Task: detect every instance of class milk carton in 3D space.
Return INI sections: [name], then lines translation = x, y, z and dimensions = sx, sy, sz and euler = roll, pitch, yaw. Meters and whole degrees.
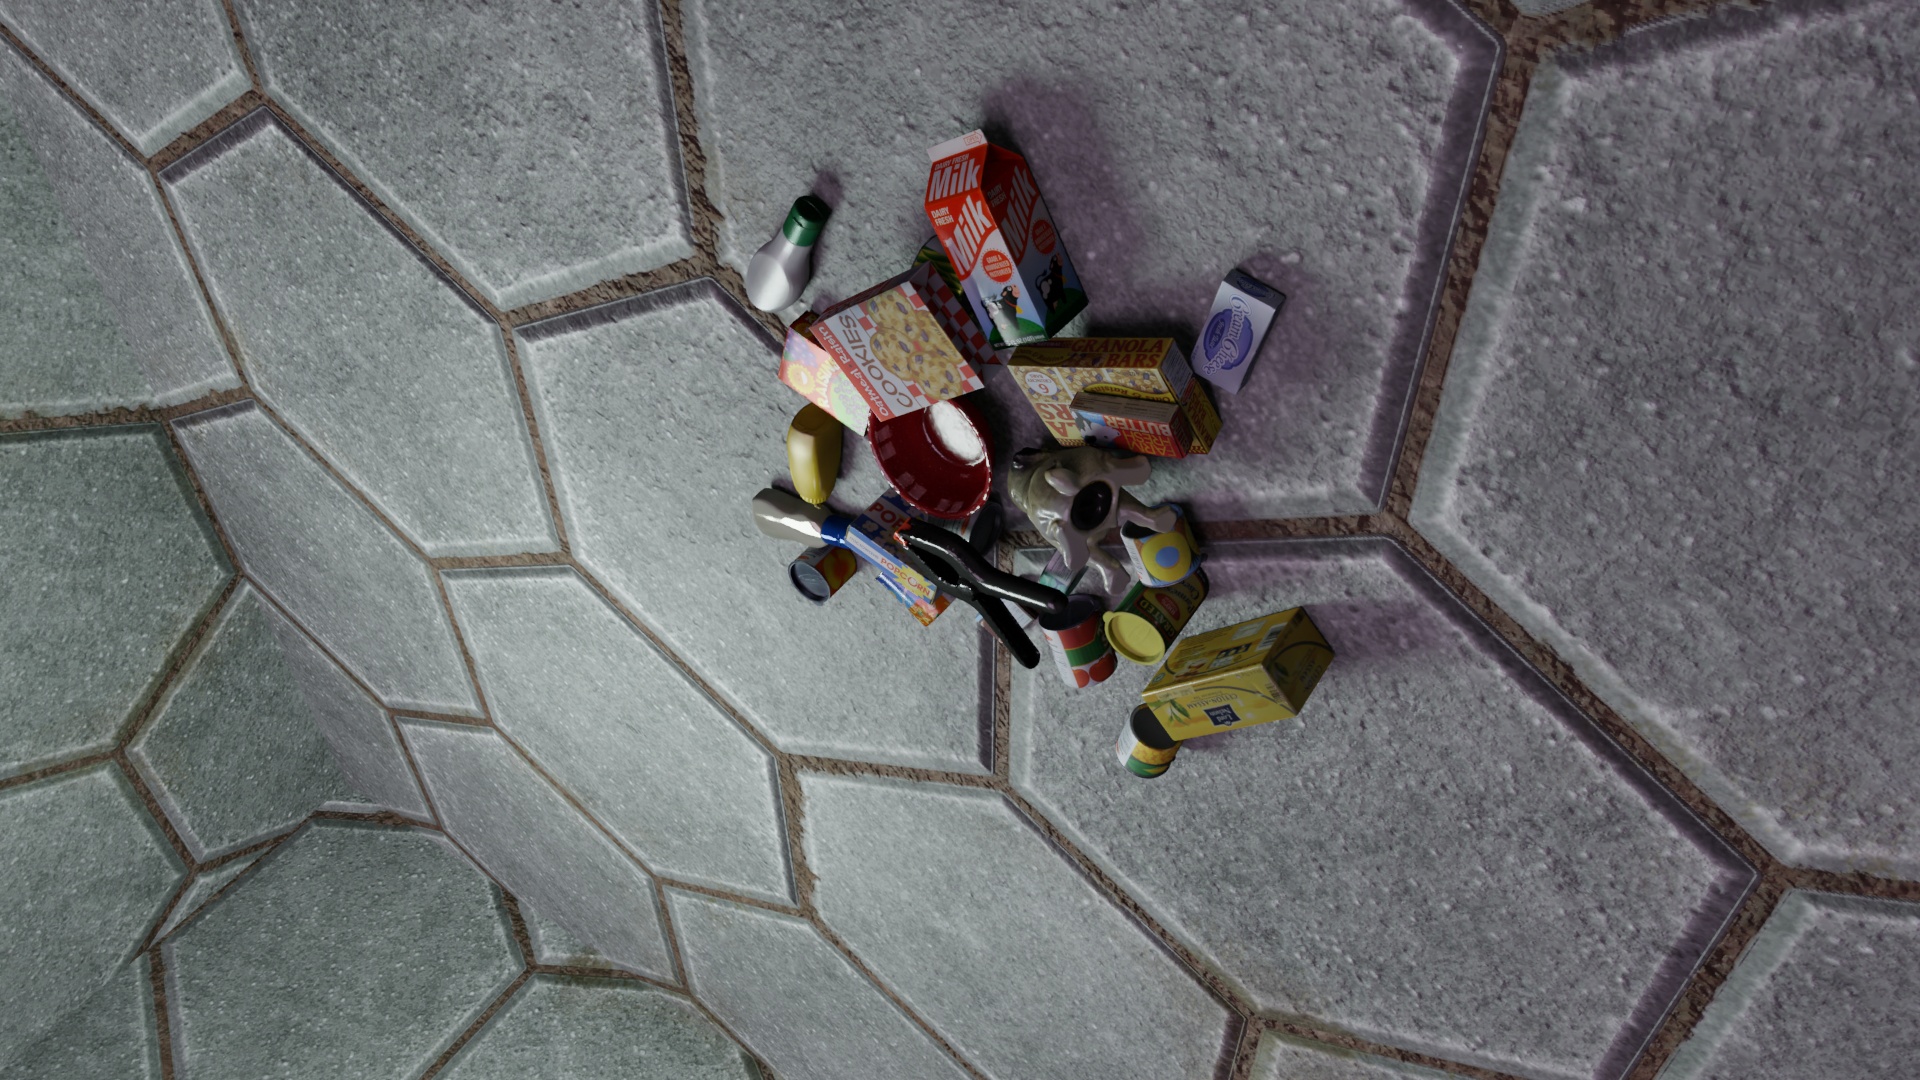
[milk carton]
translation = 0.034, -0.274, 1.250
dimensions = 0.072, 0.074, 0.190
euler = -5, 121, 45

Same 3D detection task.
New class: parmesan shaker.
[parmesan shaker]
translation = 0.197, 0.066, 1.395
dimensions = 0.071, 0.103, 0.071
euler = 24, 138, 23

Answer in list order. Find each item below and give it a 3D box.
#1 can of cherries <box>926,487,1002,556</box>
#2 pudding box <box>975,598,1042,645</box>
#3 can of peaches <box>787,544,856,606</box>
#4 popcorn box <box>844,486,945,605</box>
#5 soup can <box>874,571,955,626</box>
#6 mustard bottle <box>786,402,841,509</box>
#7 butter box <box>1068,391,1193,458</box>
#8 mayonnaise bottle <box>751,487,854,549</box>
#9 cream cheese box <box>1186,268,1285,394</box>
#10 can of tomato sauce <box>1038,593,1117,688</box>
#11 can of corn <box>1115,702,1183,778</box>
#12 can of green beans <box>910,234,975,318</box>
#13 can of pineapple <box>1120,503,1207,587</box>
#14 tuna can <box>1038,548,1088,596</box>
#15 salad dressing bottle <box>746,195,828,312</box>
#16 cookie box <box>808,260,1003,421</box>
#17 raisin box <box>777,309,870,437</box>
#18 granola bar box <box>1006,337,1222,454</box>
[can of cherries]
translation = 0.005, -0.019, 1.522
dimensions = 0.058, 0.072, 0.071
euler = 22, 137, 27
[pudding box]
translation = 0.057, 0.082, 1.596
dimensions = 0.049, 0.030, 0.083
euler = 43, 142, 0
[can of peaches]
translation = -0.172, 0.038, 1.738
dimensions = 0.071, 0.058, 0.070
euler = 24, 138, 23
[popcorn box]
translation = -0.057, 0.004, 1.581
dimensions = 0.127, 0.085, 0.038
euler = 35, 141, 12
[soup can]
translation = -0.049, 0.052, 1.632
dimensions = 0.084, 0.072, 0.071
euler = 45, 142, -1
[mustard bottle]
translation = -0.170, -0.088, 1.617
dimensions = 0.049, 0.065, 0.159
euler = 26, 143, 15
[butter box]
translation = 0.153, -0.104, 1.246
dimensions = 0.103, 0.024, 0.053
euler = 12, 152, 32
[mayonnaise bottle]
translation = -0.189, -0.022, 1.714
dimensions = 0.148, 0.041, 0.064
euler = 14, 135, 31
[cream cheese box]
translation = 0.237, -0.179, 1.197
dimensions = 0.053, 0.024, 0.103
euler = 31, 141, 14
[can of tomato sauce]
translation = 0.132, 0.110, 1.527
dimensions = 0.071, 0.071, 0.082
euler = 3, 127, 40
[can of corn]
translation = 0.216, 0.224, 1.558
dimensions = 0.071, 0.071, 0.058
euler = 32, 140, 15
[can of green beans]
translation = -0.008, -0.249, 1.318
dimensions = 0.058, 0.071, 0.070
euler = 29, 140, 17
[can of pineapple]
translation = 0.199, 0.003, 1.368
dimensions = 0.071, 0.071, 0.057
euler = -3, 123, 43
[tuna can]
translation = 0.113, 0.027, 1.467
dimensions = 0.033, 0.071, 0.070
euler = 34, 141, 11
[salad dressing bottle]
translation = -0.179, -0.298, 1.447
dimensions = 0.064, 0.044, 0.147
euler = 45, 141, 2
[cookie box]
translation = -0.054, -0.188, 1.338
dimensions = 0.167, 0.040, 0.122
euler = -12, 121, 50
[raisin box]
translation = -0.135, -0.182, 1.517
dimensions = 0.123, 0.040, 0.085
euler = 35, 142, 10
[granola bar box]
translation = 0.141, -0.133, 1.282
dimensions = 0.165, 0.039, 0.124
euler = 7, 149, 39
